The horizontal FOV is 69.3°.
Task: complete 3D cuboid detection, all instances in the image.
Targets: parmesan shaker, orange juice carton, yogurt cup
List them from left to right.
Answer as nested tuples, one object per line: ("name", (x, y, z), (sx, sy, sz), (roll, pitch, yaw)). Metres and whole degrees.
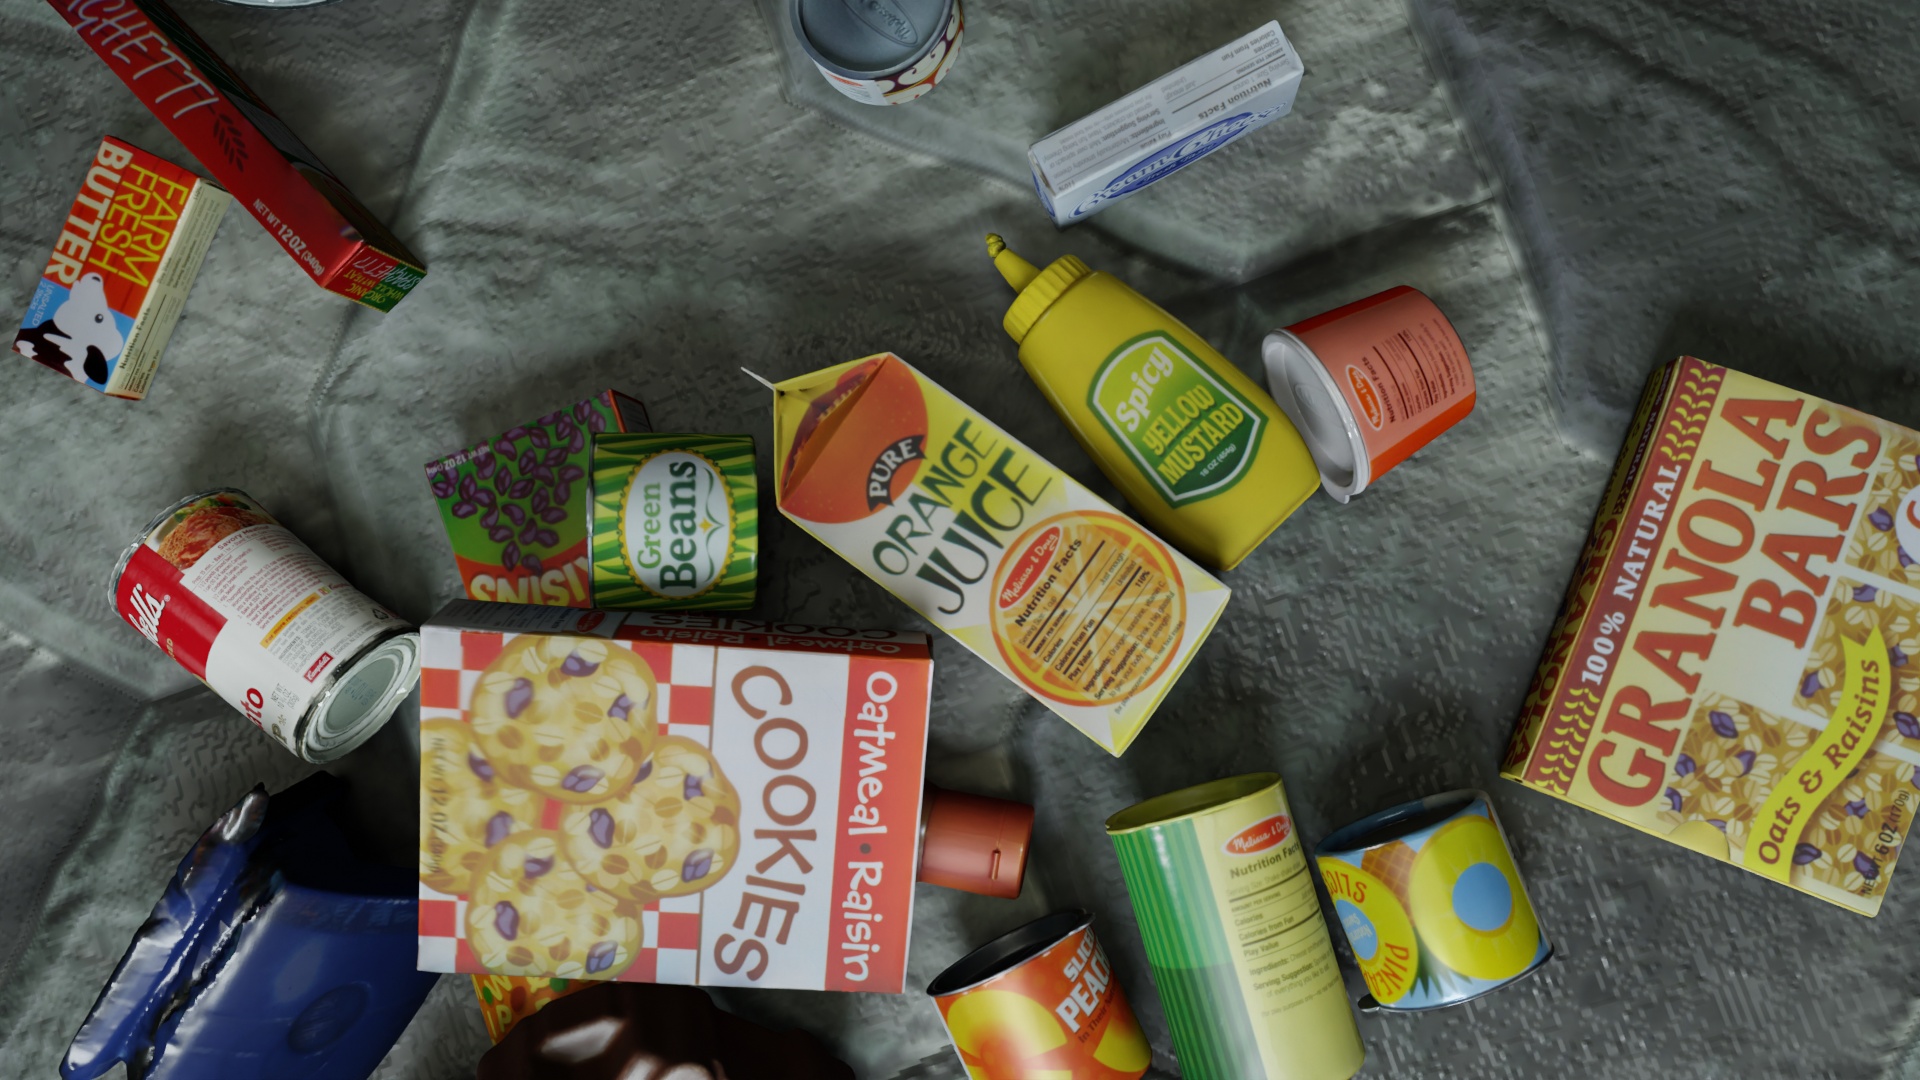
("orange juice carton", (0.002, -0.007, 0.523), (0.193, 0.072, 0.073), (35, 92, 8))
("parmesan shaker", (0.096, 0.144, 0.502), (0.071, 0.071, 0.103), (-16, 85, 7))
("yogurt cup", (0.151, -0.058, 0.511), (0.054, 0.072, 0.072), (-27, 83, -3))

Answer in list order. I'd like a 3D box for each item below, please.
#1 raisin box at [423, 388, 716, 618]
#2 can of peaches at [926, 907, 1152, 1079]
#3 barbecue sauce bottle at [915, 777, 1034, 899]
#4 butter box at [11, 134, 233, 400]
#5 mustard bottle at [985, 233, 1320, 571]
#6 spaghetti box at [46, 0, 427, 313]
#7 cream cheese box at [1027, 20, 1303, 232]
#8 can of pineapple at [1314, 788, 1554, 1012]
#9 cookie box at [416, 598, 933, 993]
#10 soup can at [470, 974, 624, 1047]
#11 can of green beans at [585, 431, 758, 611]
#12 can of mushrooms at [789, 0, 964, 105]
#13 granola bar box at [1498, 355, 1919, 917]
("raisin box", (-0.152, 0.012, 0.560), (0.086, 0.040, 0.123), (-20, 85, 5))
("can of peaches", (0.031, 0.176, 0.510), (0.071, 0.071, 0.058), (-26, 84, 6))
("barbecue sauce bottle", (-0.047, 0.107, 0.537), (0.148, 0.044, 0.064), (10, 99, 8))
("butter box", (-0.365, -0.118, 0.606), (0.053, 0.024, 0.103), (24, 90, 8))
("mustard bottle", (0.063, -0.061, 0.529), (0.065, 0.049, 0.160), (-45, 82, 1))
("spaghetti box", (-0.328, -0.193, 0.592), (0.250, 0.050, 0.028), (44, 92, 8))
("cream cheese box", (0.077, -0.157, 0.531), (0.104, 0.053, 0.024), (-26, 86, 6))
("can of pineapple", (0.166, 0.127, 0.494), (0.071, 0.071, 0.058), (-22, 83, 6))
("cookie box", (-0.096, 0.088, 0.481), (0.167, 0.040, 0.122), (4, 101, -4))
("soup can", (-0.159, 0.144, 0.538), (0.071, 0.071, 0.084), (-21, 85, 6))
("can of green beans", (-0.104, -0.007, 0.506), (0.058, 0.071, 0.071), (0, 87, -11))
("can of mushrooms", (-0.031, -0.214, 0.560), (0.071, 0.033, 0.071), (-1, 86, 9))
("granola bar box", (0.286, 0.032, 0.498), (0.124, 0.039, 0.165), (21, 89, 9))
